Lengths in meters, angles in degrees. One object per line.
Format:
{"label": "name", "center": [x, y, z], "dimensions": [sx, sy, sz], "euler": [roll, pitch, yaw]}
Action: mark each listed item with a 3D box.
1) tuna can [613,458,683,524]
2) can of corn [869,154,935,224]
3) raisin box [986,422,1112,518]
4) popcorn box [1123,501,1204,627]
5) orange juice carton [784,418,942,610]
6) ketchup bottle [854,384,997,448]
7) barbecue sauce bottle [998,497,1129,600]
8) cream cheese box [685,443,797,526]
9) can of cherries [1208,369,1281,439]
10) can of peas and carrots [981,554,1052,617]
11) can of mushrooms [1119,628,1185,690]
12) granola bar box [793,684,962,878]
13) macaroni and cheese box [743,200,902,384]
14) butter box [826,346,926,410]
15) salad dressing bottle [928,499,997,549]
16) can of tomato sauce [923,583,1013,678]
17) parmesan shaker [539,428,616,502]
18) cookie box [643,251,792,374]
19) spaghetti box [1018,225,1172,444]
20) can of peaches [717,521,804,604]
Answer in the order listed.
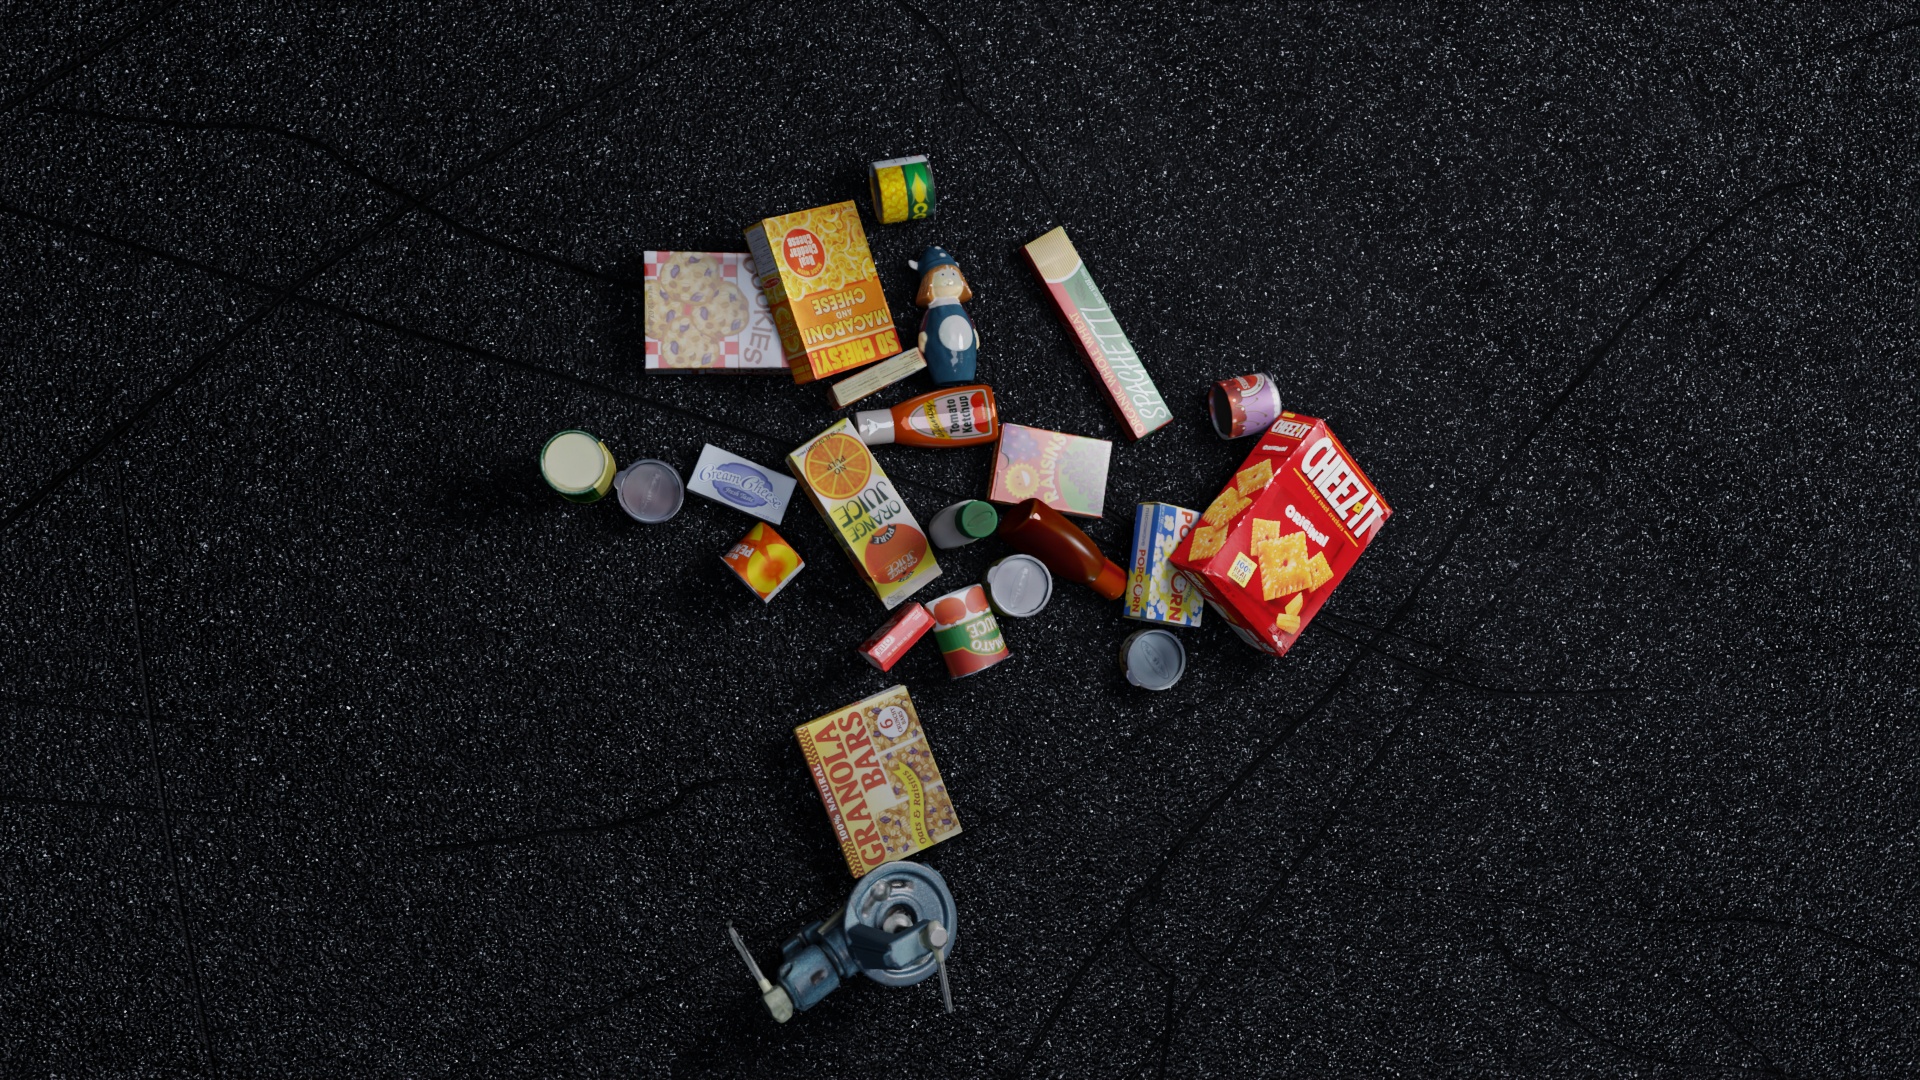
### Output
{"label": "tuna can", "center": [-0.320, -0.051, 1.427], "dimensions": [0.071, 0.033, 0.071], "euler": [1, 87, -10]}
{"label": "can of corn", "center": [-0.061, -0.370, 1.476], "dimensions": [0.058, 0.071, 0.071], "euler": [-11, 89, -10]}
{"label": "raisin box", "center": [0.095, -0.074, 1.502], "dimensions": [0.123, 0.040, 0.086], "euler": [9, 86, -9]}
{"label": "popcorn box", "center": [0.226, 0.027, 1.504], "dimensions": [0.085, 0.038, 0.126], "euler": [12, 84, -38]}
{"label": "orange juice carton", "center": [-0.099, -0.026, 1.446], "dimensions": [0.072, 0.073, 0.192], "euler": [-34, 94, -11]}
{"label": "ketchup bottle", "center": [-0.037, -0.127, 1.478], "dimensions": [0.149, 0.043, 0.064], "euler": [-8, 89, -10]}
{"label": "barbecue sauce bottle", "center": [0.115, 0.013, 1.484], "dimensions": [0.148, 0.064, 0.044], "euler": [34, 52, -21]}
{"label": "cream cheese box", "center": [-0.228, -0.058, 1.449], "dimensions": [0.104, 0.024, 0.053], "euler": [22, 82, -9]}
{"label": "can of cherries", "center": [0.313, -0.151, 1.531], "dimensions": [0.058, 0.071, 0.071], "euler": [-12, 89, -10]}
{"label": "can of peas and carrots", "center": [0.056, 0.048, 1.477], "dimensions": [0.071, 0.058, 0.071], "euler": [1, 87, -10]}
{"label": "can of mushrooms", "center": [0.206, 0.130, 1.513], "dimensions": [0.071, 0.033, 0.071], "euler": [0, 87, -11]}
{"label": "granola bar box", "center": [-0.087, 0.249, 1.449], "dimensions": [0.124, 0.039, 0.165], "euler": [-22, 91, -11]}
{"label": "macaroni and cheese box", "center": [-0.140, -0.257, 1.435], "dimensions": [0.124, 0.040, 0.166], "euler": [-24, 99, -40]}
{"label": "butter box", "center": [-0.090, -0.171, 1.466], "dimensions": [0.104, 0.053, 0.024], "euler": [-27, 95, -10]}
{"label": "salad dressing bottle", "center": [0.005, -0.018, 1.426], "dimensions": [0.064, 0.147, 0.044], "euler": [-28, 93, -10]}
{"label": "can of tomato sauce", "center": [0.008, 0.094, 1.460], "dimensions": [0.071, 0.071, 0.083], "euler": [-22, 91, -11]}
{"label": "parmesan shaker", "center": [-0.380, -0.077, 1.381], "dimensions": [0.071, 0.103, 0.071], "euler": [1, 87, -10]}
{"label": "cookie box", "center": [-0.244, -0.236, 1.448], "dimensions": [0.168, 0.040, 0.123], "euler": [-1, 87, -11]}
{"label": "spaghetti box", "center": [0.150, -0.225, 1.526], "dimensions": [0.050, 0.028, 0.250], "euler": [-31, 92, -10]}
{"label": "can of peaches", "center": [-0.204, 0.021, 1.426], "dimensions": [0.058, 0.071, 0.071], "euler": [-45, 95, -10]}
